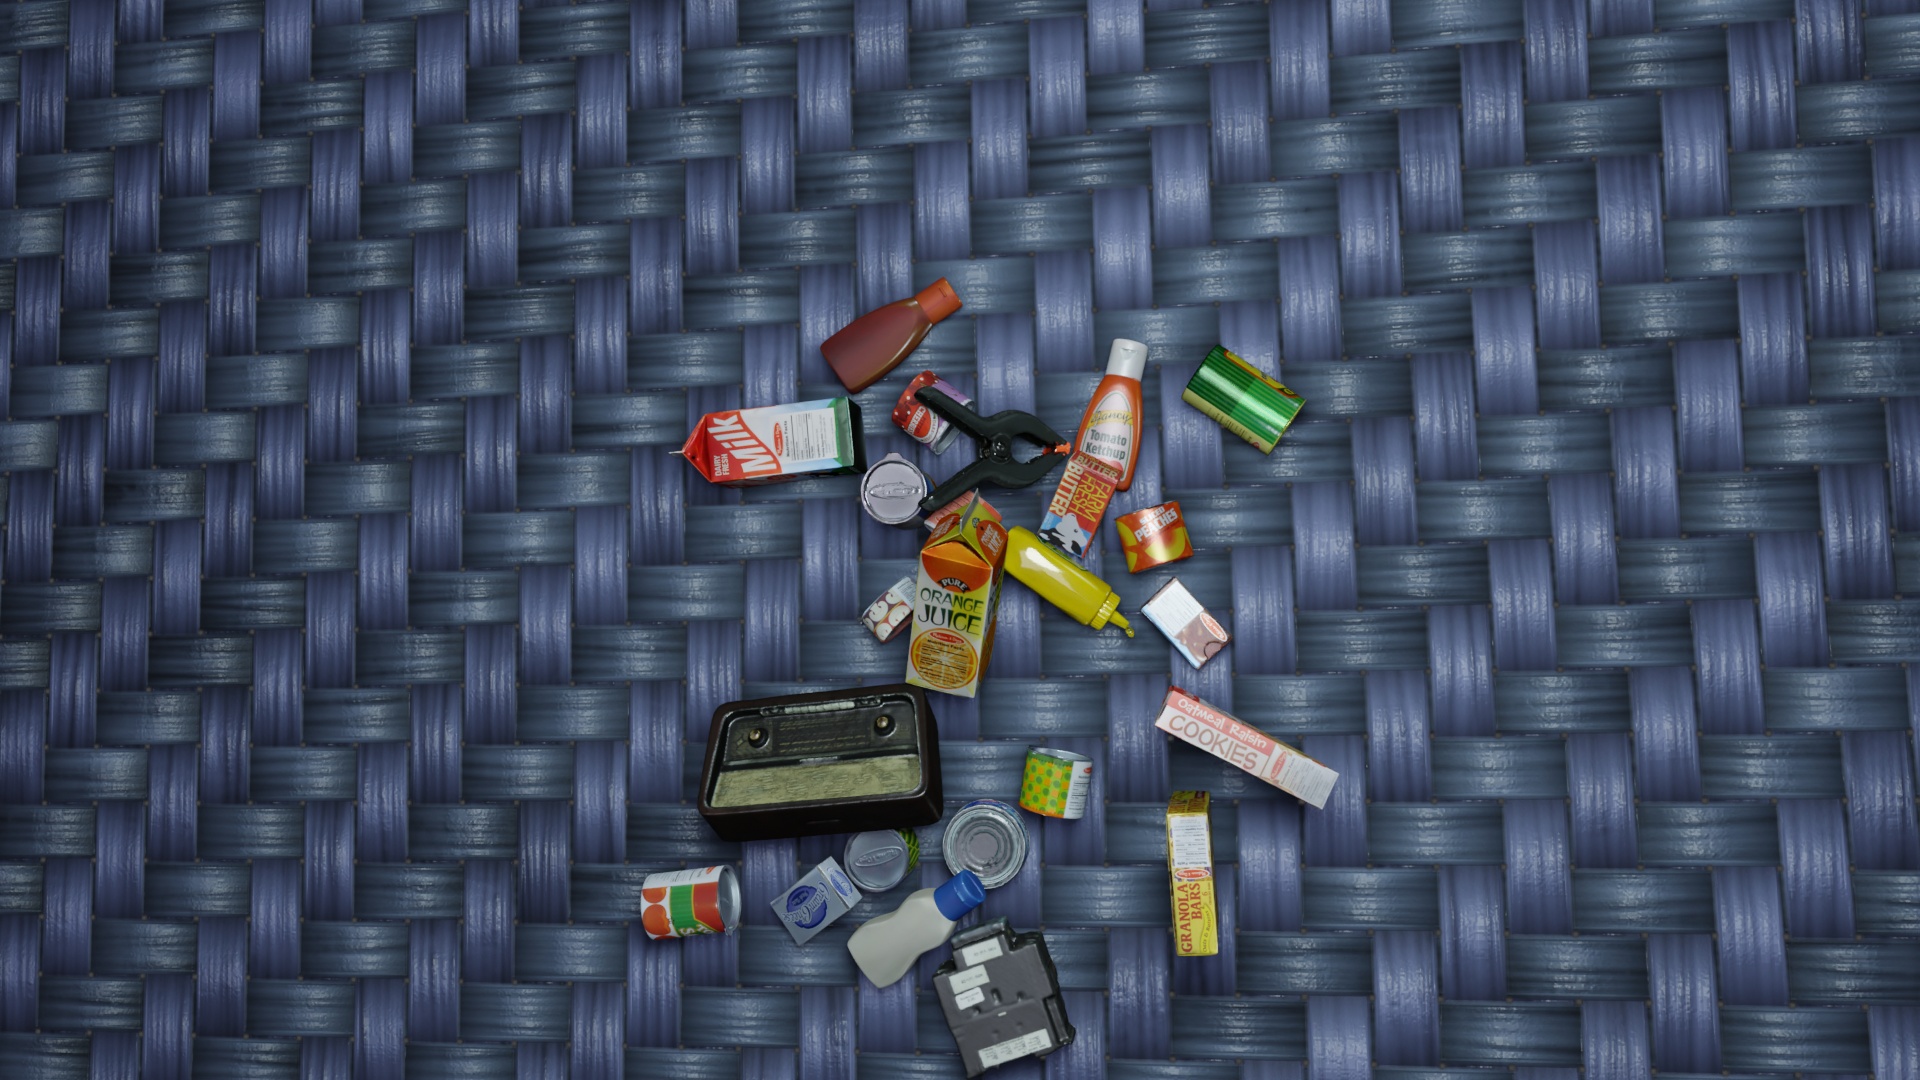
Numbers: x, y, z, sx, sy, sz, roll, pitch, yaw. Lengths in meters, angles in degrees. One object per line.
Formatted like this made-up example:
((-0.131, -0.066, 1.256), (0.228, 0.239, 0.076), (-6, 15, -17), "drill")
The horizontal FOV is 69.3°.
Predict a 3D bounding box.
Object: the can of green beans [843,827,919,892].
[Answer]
((-0.078, 0.313, 1.388), (0.071, 0.058, 0.071), (-1, 86, 9), "can of green beans")

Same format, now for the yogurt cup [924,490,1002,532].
((0.005, -0.018, 1.399), (0.072, 0.072, 0.054), (36, 84, 9), "yogurt cup")

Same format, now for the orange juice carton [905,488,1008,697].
((-0.002, 0.049, 1.341), (0.073, 0.072, 0.191), (12, 118, 10), "orange juice carton")

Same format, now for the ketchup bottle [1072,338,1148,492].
((0.155, -0.126, 1.394), (0.065, 0.043, 0.149), (13, 87, 8), "ketchup bottle")

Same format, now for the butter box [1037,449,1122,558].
((0.118, -0.036, 1.374), (0.053, 0.024, 0.103), (28, 128, 9), "butter box")

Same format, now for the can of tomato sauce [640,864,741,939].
((-0.273, 0.369, 1.408), (0.083, 0.071, 0.071), (-9, 85, 9), "can of tomato sauce")

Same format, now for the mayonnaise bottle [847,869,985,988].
((-0.040, 0.378, 1.369), (0.147, 0.041, 0.065), (-39, 82, 19), "mayonnaise bottle")

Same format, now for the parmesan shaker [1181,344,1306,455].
((0.278, -0.139, 1.363), (0.103, 0.071, 0.071), (35, 92, 9), "parmesan shaker")

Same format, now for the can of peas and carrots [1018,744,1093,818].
((0.092, 0.237, 1.366), (0.071, 0.071, 0.058), (10, 88, 9), "can of peas and carrots")

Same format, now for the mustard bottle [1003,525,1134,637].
((0.108, 0.046, 1.380), (0.160, 0.065, 0.049), (34, 94, 4), "mustard bottle")

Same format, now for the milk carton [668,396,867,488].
((-0.198, -0.097, 1.429), (0.190, 0.072, 0.073), (-6, 85, 7), "milk carton")

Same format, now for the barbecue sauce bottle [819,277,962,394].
((-0.069, -0.216, 1.434), (0.148, 0.043, 0.065), (-34, 82, 4), "barbecue sauce bottle")

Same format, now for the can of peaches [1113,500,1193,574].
((0.191, -0.003, 1.366), (0.071, 0.071, 0.058), (-16, 85, 7), "can of peaches")

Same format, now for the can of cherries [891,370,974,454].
((-0.029, -0.129, 1.407), (0.058, 0.071, 0.071), (36, 92, 9), "can of cherries")

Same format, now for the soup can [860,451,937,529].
((-0.060, -0.049, 1.399), (0.071, 0.084, 0.071), (-1, 86, 8), "soup can")

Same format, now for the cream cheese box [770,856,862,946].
((-0.145, 0.360, 1.384), (0.053, 0.024, 0.103), (52, 130, 8), "cream cheese box")

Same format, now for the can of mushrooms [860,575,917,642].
((-0.067, 0.071, 1.401), (0.071, 0.071, 0.033), (-45, 82, 3), "can of mushrooms")

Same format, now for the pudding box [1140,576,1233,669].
((0.223, 0.082, 1.375), (0.049, 0.030, 0.084), (-43, 81, 2), "pudding box")

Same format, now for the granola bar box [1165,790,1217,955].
((0.216, 0.304, 1.291), (0.039, 0.165, 0.124), (-5, 85, 11), "granola bar box")

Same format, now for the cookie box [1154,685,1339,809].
((0.266, 0.192, 1.314), (0.167, 0.123, 0.040), (27, 90, 9), "cookie box")
